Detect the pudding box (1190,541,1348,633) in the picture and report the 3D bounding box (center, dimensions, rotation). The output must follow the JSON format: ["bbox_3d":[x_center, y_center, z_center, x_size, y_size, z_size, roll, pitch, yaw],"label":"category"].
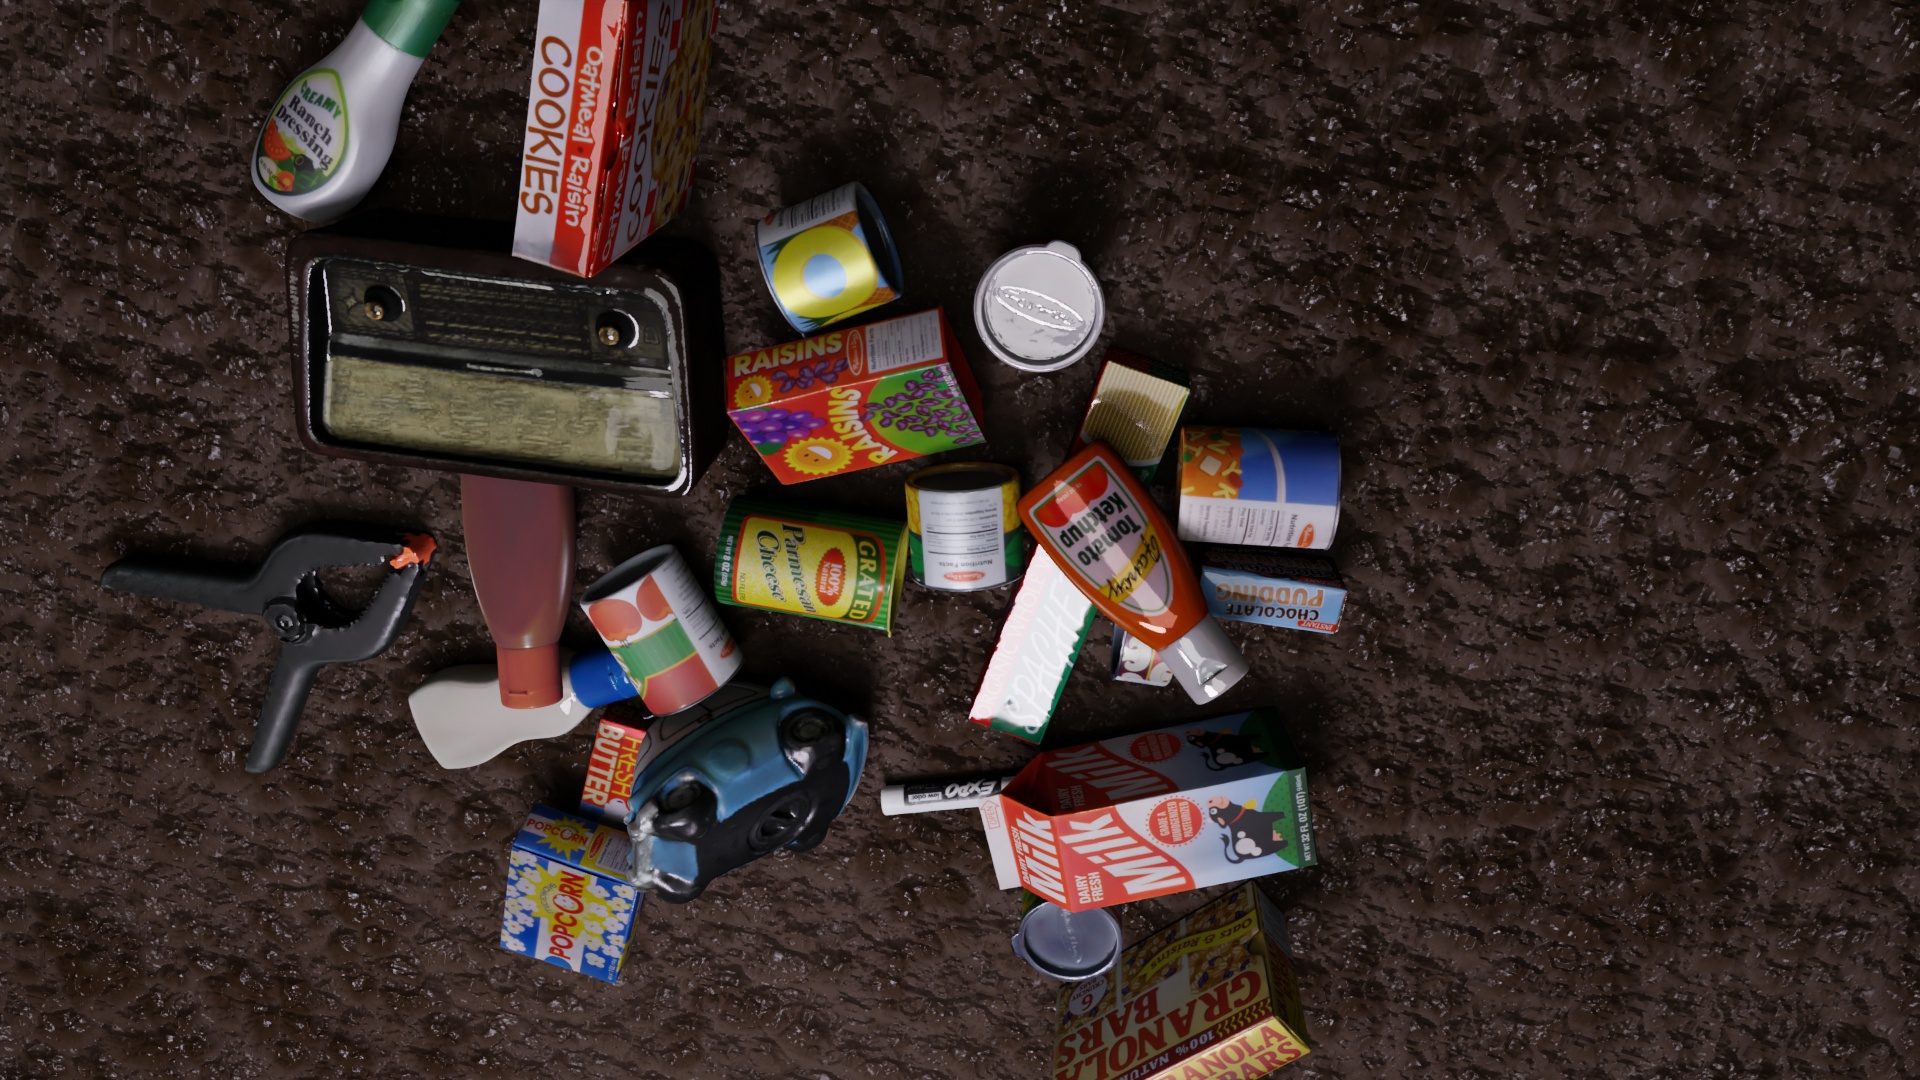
[{"bbox_3d":[0.175,0.026,0.799,0.084,0.050,0.030,9,113,2],"label":"pudding box"}]

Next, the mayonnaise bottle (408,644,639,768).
[{"bbox_3d":[-0.271,0.099,0.884,0.148,0.041,0.064,-16,107,11],"label":"mayonnaise bottle"}]

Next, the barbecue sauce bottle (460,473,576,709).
[{"bbox_3d":[-0.260,0.025,0.828,0.065,0.044,0.148,0,98,7],"label":"barbecue sauce bottle"}]

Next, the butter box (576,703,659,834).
[{"bbox_3d":[-0.218,0.159,0.913,0.053,0.024,0.103,17,115,-2],"label":"butter box"}]

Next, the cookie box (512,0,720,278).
[{"bbox_3d":[-0.160,-0.208,0.667,0.040,0.168,0.122,14,115,-1],"label":"cookie box"}]

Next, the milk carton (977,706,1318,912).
[{"bbox_3d":[0.110,0.165,0.840,0.191,0.074,0.072,-12,113,2],"label":"milk carton"}]

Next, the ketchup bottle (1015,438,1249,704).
[{"bbox_3d":[0.098,0.020,0.753,0.064,0.043,0.149,-38,88,10],"label":"ketchup bottle"}]

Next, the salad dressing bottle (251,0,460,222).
[{"bbox_3d":[-0.319,-0.239,0.737,0.064,0.044,0.147,45,108,10],"label":"salad dressing bottle"}]

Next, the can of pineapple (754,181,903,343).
[{"bbox_3d":[-0.068,-0.149,0.739,0.058,0.071,0.070,-19,110,14],"label":"can of pineapple"}]

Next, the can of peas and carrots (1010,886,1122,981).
[{"bbox_3d":[0.070,0.241,0.899,0.071,0.059,0.070,3,114,6],"label":"can of peas and carrots"}]

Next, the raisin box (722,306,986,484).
[{"bbox_3d":[-0.056,-0.077,0.761,0.123,0.040,0.086,-12,152,11],"label":"raisin box"}]

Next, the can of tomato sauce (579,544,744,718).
[{"bbox_3d":[-0.182,0.055,0.840,0.071,0.071,0.083,-23,109,15],"label":"can of tomato sauce"}]

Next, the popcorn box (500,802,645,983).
[{"bbox_3d":[-0.256,0.237,0.926,0.085,0.038,0.126,19,131,-3],"label":"popcorn box"}]

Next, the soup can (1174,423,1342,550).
[{"bbox_3d":[0.163,-0.032,0.768,0.084,0.071,0.071,4,114,5],"label":"soup can"}]

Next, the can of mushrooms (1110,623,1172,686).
[{"bbox_3d":[0.108,0.048,0.807,0.033,0.071,0.070,8,114,2],"label":"can of mushrooms"}]

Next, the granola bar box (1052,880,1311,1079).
[{"bbox_3d":[0.134,0.304,0.884,0.165,0.125,0.039,-36,107,19],"label":"granola bar box"}]

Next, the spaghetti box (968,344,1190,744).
[{"bbox_3d":[0.066,0.010,0.815,0.050,0.029,0.248,19,114,-2],"label":"spaghetti box"}]

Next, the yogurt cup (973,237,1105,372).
[{"bbox_3d":[0.043,-0.130,0.742,0.072,0.054,0.072,2,114,5],"label":"yogurt cup"}]

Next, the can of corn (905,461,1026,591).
[{"bbox_3d":[0.003,-0.010,0.793,0.071,0.071,0.058,-2,108,7],"label":"can of corn"}]

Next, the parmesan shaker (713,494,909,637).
[{"bbox_3d":[-0.086,0.016,0.812,0.103,0.071,0.071,9,114,2],"label":"parmesan shaker"}]
